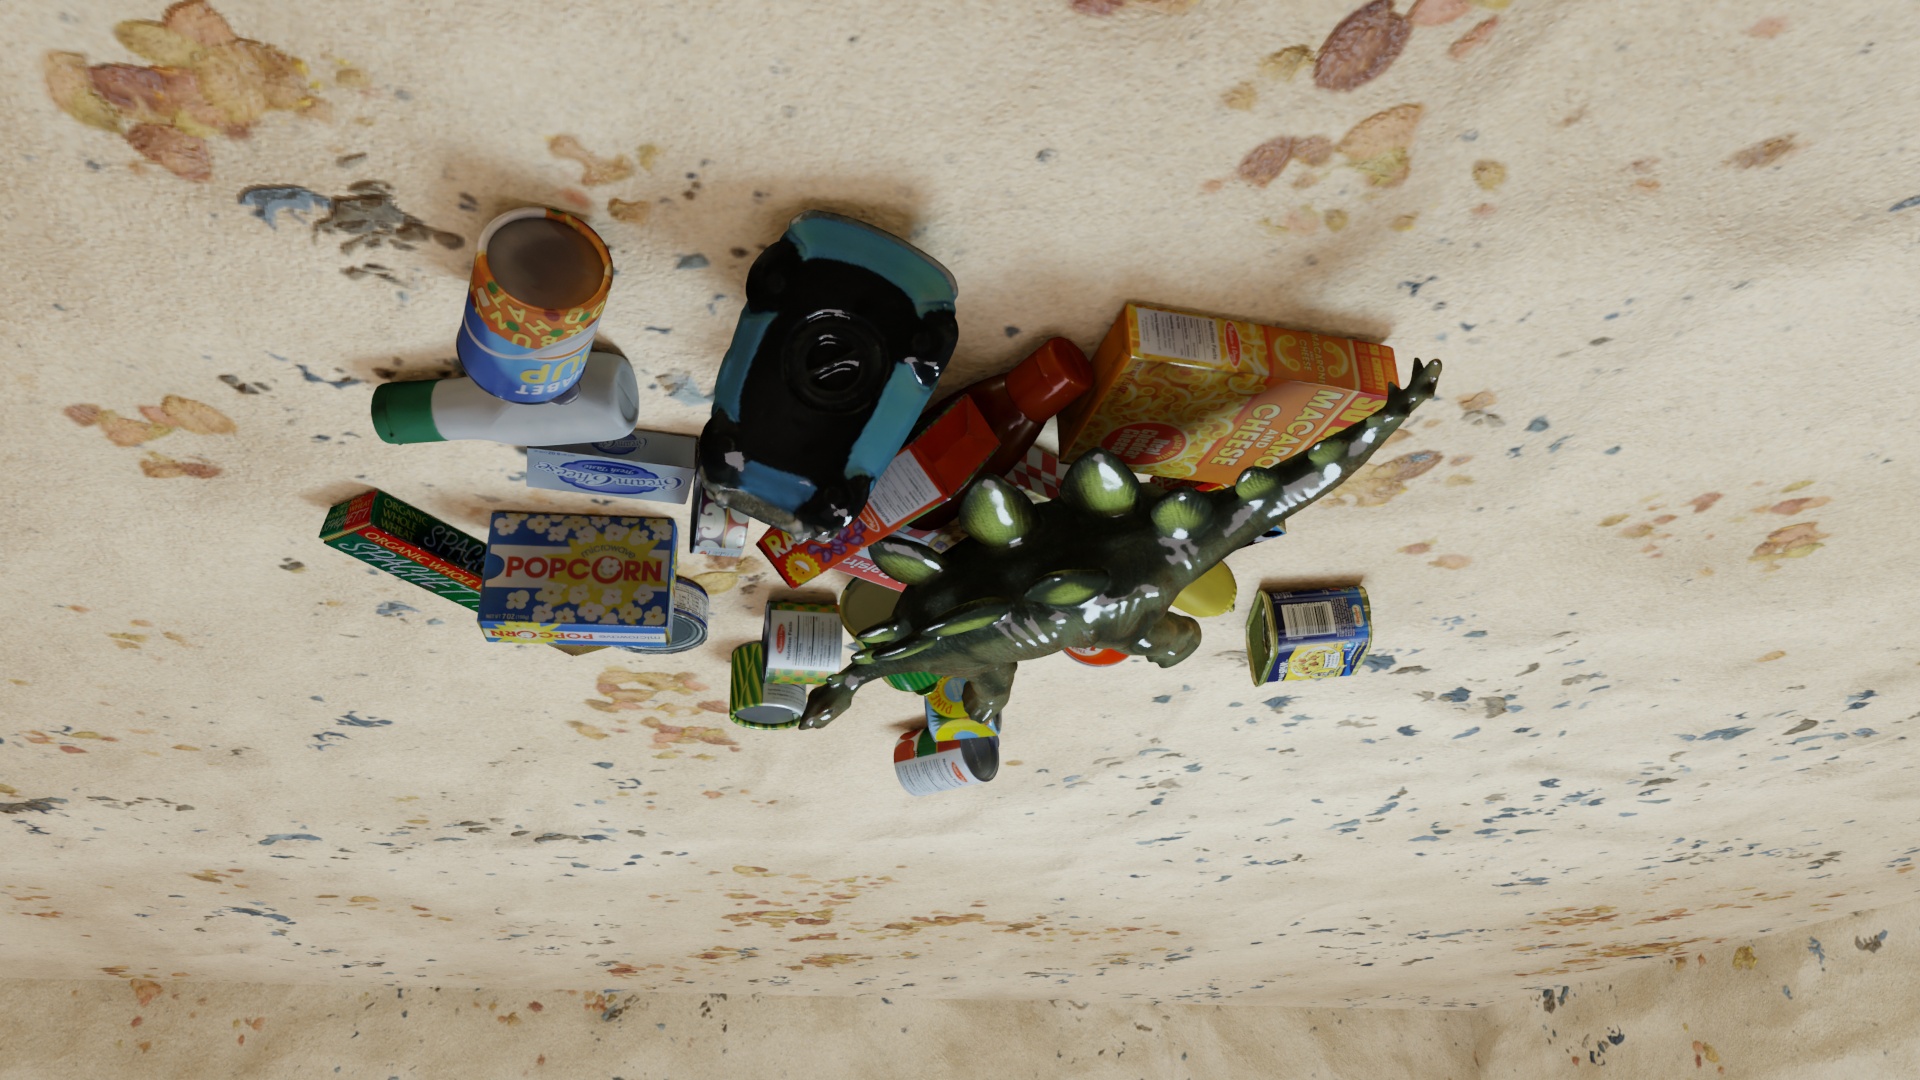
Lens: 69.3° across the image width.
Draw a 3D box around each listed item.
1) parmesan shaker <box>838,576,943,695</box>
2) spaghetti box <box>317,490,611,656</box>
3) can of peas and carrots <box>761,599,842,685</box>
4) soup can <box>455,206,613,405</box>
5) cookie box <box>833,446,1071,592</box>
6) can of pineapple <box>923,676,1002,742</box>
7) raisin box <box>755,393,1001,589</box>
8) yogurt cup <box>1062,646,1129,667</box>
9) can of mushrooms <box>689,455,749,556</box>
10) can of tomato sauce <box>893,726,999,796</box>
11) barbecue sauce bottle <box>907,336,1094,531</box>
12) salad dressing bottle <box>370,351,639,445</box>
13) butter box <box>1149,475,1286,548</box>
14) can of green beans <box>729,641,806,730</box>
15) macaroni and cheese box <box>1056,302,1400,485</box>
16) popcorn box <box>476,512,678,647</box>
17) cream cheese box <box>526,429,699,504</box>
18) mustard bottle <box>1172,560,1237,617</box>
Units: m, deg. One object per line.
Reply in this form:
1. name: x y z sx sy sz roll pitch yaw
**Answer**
1. parmesan shaker: -0.047 0.071 1.081 0.071 0.071 0.102 -7 152 10
2. spaghetti box: -0.352 0.030 1.027 0.050 0.029 0.249 -15 150 25
3. can of peas and carrots: -0.127 0.082 1.104 0.059 0.071 0.070 4 152 -12
4. soup can: -0.214 -0.116 0.705 0.071 0.071 0.083 10 150 -22
5. cookie box: 0.003 -0.012 0.957 0.123 0.040 0.167 21 144 -39
6. can of pineapple: 0.002 0.142 1.228 0.058 0.071 0.070 -8 152 10
7. raisin box: -0.047 -0.028 0.793 0.123 0.086 0.040 -30 101 32
8. yogurt cup: 0.108 0.057 1.073 0.072 0.073 0.053 0 145 -4
9. can of mushrooms: -0.155 -0.025 0.895 0.033 0.071 0.070 6 152 -14
10. can of tomato sauce: -0.013 0.211 1.366 0.083 0.071 0.071 -19 148 31
11. barbecue sauce bottle: 0.015 -0.066 0.831 0.044 0.065 0.148 4 148 -48
12. salad dressing bottle: -0.264 -0.079 0.806 0.148 0.044 0.064 -4 155 6
13. butter box: 0.179 -0.024 0.960 0.053 0.024 0.103 -21 148 32
14. can of green beans: -0.165 0.126 1.194 0.071 0.058 0.071 -1 153 -1
15. macaroni and cheese box: 0.156 -0.081 0.830 0.167 0.040 0.123 6 153 -14
16. popcorn box: -0.263 0.027 0.966 0.127 0.085 0.038 2 153 -8
17. cream cheese box: -0.222 -0.050 0.885 0.104 0.024 0.053 6 153 -15
18. mustard bottle: 0.164 0.025 1.020 0.065 0.049 0.160 19 174 40
